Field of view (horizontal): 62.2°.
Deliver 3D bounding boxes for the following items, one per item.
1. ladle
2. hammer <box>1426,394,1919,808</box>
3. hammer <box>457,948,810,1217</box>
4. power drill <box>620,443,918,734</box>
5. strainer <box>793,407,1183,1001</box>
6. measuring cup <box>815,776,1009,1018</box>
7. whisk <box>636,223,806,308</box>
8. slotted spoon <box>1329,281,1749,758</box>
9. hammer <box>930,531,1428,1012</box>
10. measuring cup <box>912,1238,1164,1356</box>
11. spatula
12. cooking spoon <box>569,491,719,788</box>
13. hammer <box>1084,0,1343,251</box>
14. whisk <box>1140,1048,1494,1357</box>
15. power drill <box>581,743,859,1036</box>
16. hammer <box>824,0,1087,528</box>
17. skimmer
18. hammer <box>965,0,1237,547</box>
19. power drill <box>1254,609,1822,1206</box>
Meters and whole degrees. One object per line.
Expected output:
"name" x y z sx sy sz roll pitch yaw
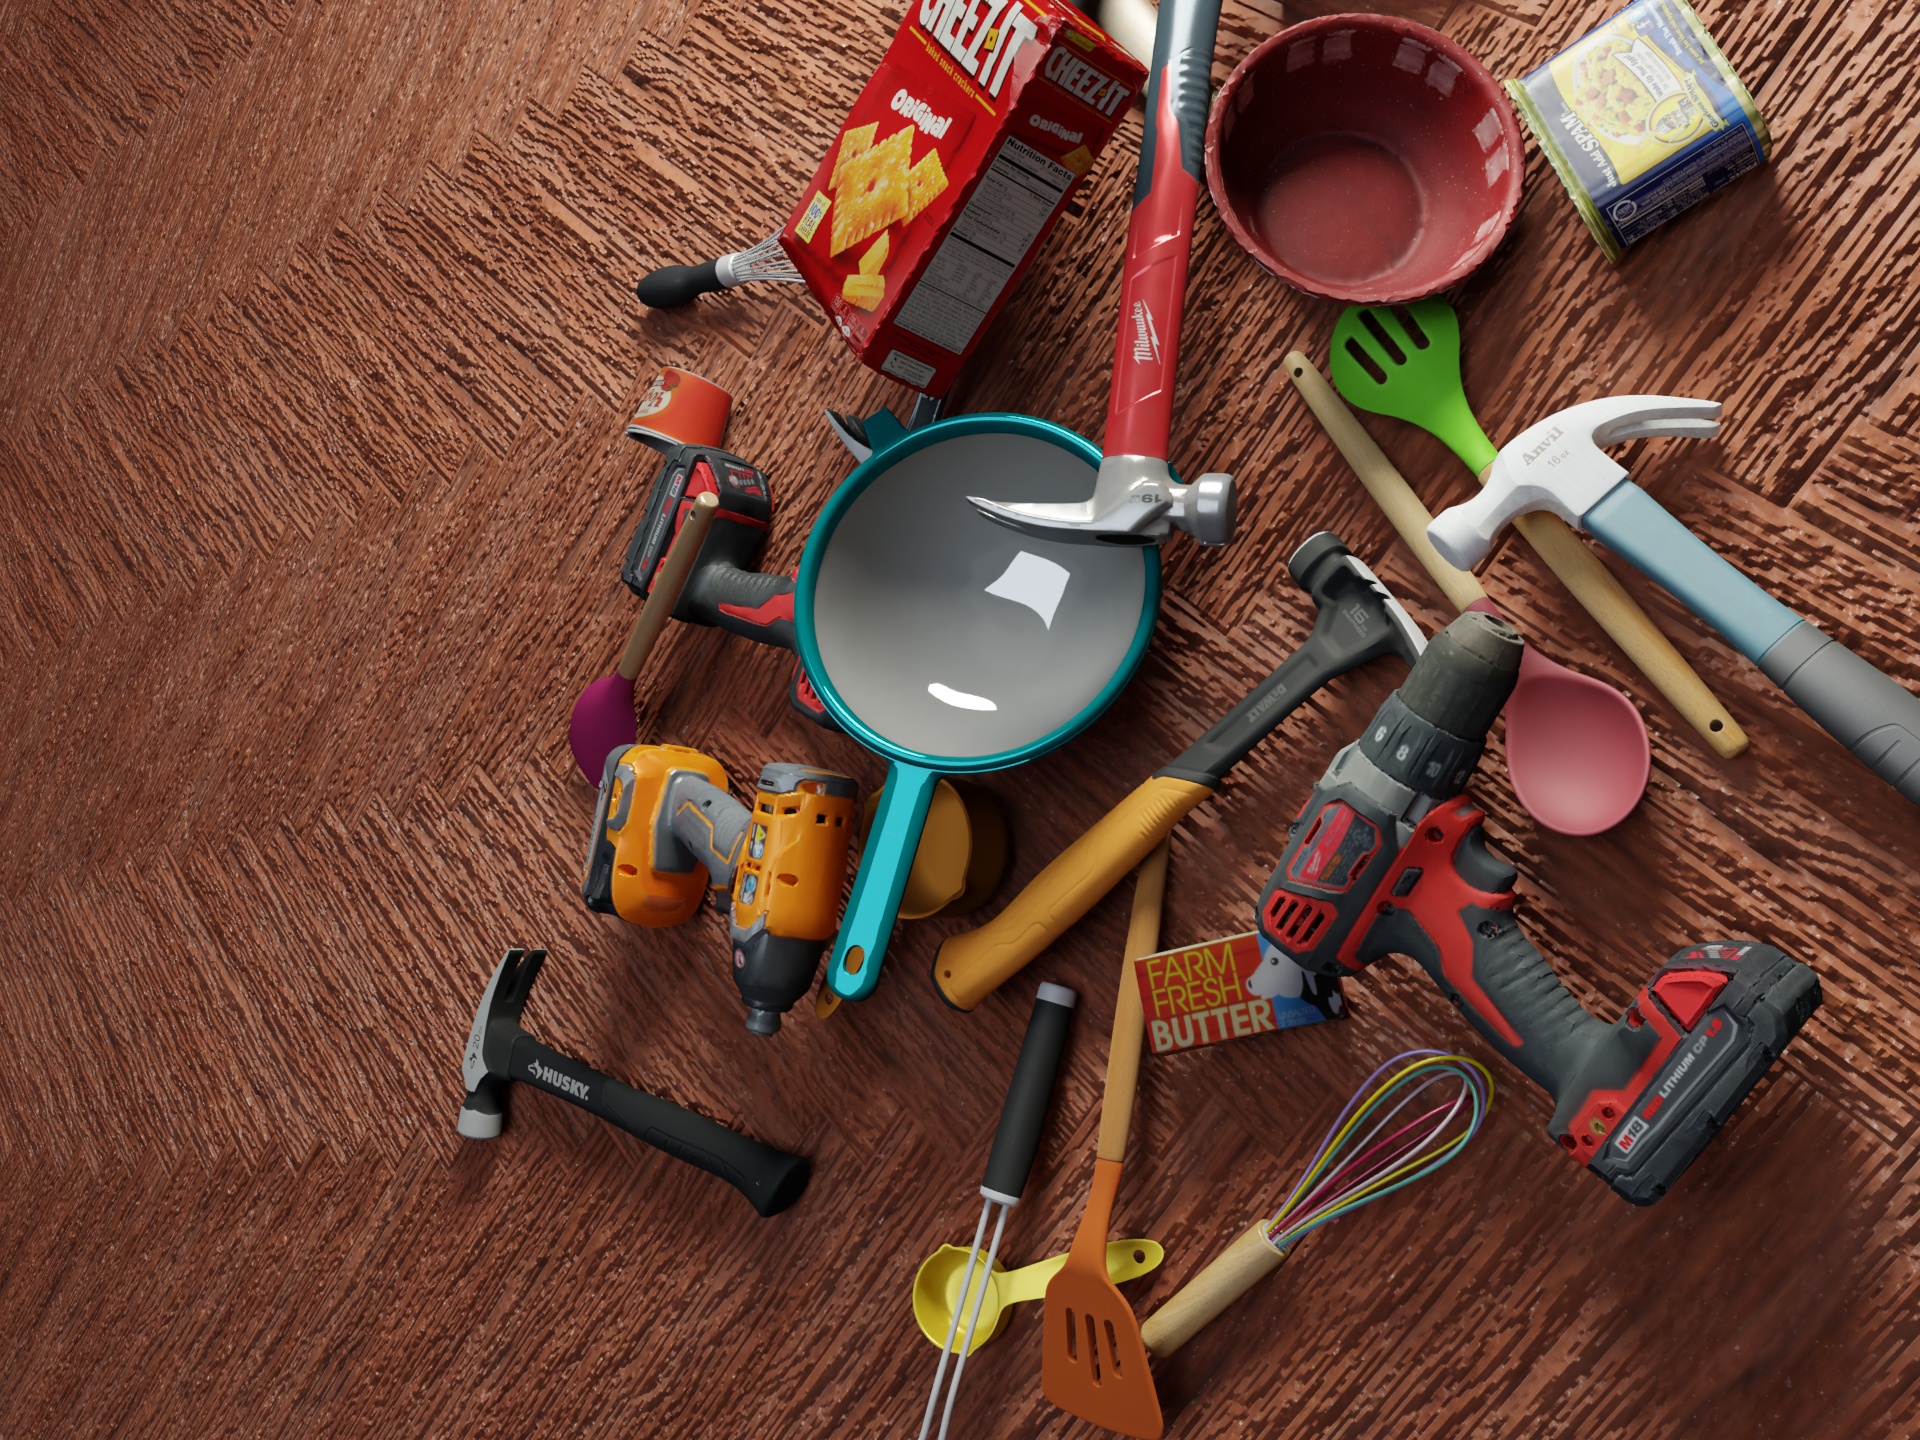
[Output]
"ladle" 0.245 -0.076 0.805 0.069 0.031 0.316 -43 58 29
"hammer" 0.365 -0.023 0.687 0.128 0.033 0.331 -43 62 5
"hammer" -0.232 0.263 1.105 0.335 0.035 0.146 11 90 38
"power drill" -0.115 -0.097 1.051 0.220 0.078 0.143 31 103 33
"strainer" -0.001 -0.003 0.910 0.211 0.095 0.340 14 81 19
"measuring cup" -0.033 0.111 0.970 0.095 0.052 0.173 41 110 34
"whisk" -0.138 -0.323 1.119 0.285 0.070 0.070 2 84 43
"slotted spoon" 0.279 -0.107 0.784 0.070 0.031 0.314 -42 62 21
"hammer" 0.109 0.054 0.859 0.337 0.034 0.127 -44 50 19
"measuring cup" 0.046 0.316 0.898 0.156 0.029 0.062 -21 69 21
"spatula" 0.090 0.214 0.863 0.081 0.041 0.323 -2 73 43
"cooking spoon" -0.220 -0.048 1.082 0.069 0.017 0.318 55 139 16
"hammer" 0.100 -0.409 0.962 0.146 0.038 0.411 -42 61 26
"whisk" 0.175 0.250 0.798 0.245 0.047 0.051 -51 45 25
"power drill" -0.157 0.100 1.020 0.227 0.084 0.164 9 88 50
"hammer" 0.024 -0.332 0.979 0.149 0.036 0.409 31 108 39
"skimmer" -0.001 0.316 0.850 0.127 0.090 0.363 14 79 16
"hammer" 0.097 -0.285 0.875 0.143 0.038 0.386 4 80 19
"power drill" 0.258 0.078 0.709 0.227 0.080 0.187 39 115 29
